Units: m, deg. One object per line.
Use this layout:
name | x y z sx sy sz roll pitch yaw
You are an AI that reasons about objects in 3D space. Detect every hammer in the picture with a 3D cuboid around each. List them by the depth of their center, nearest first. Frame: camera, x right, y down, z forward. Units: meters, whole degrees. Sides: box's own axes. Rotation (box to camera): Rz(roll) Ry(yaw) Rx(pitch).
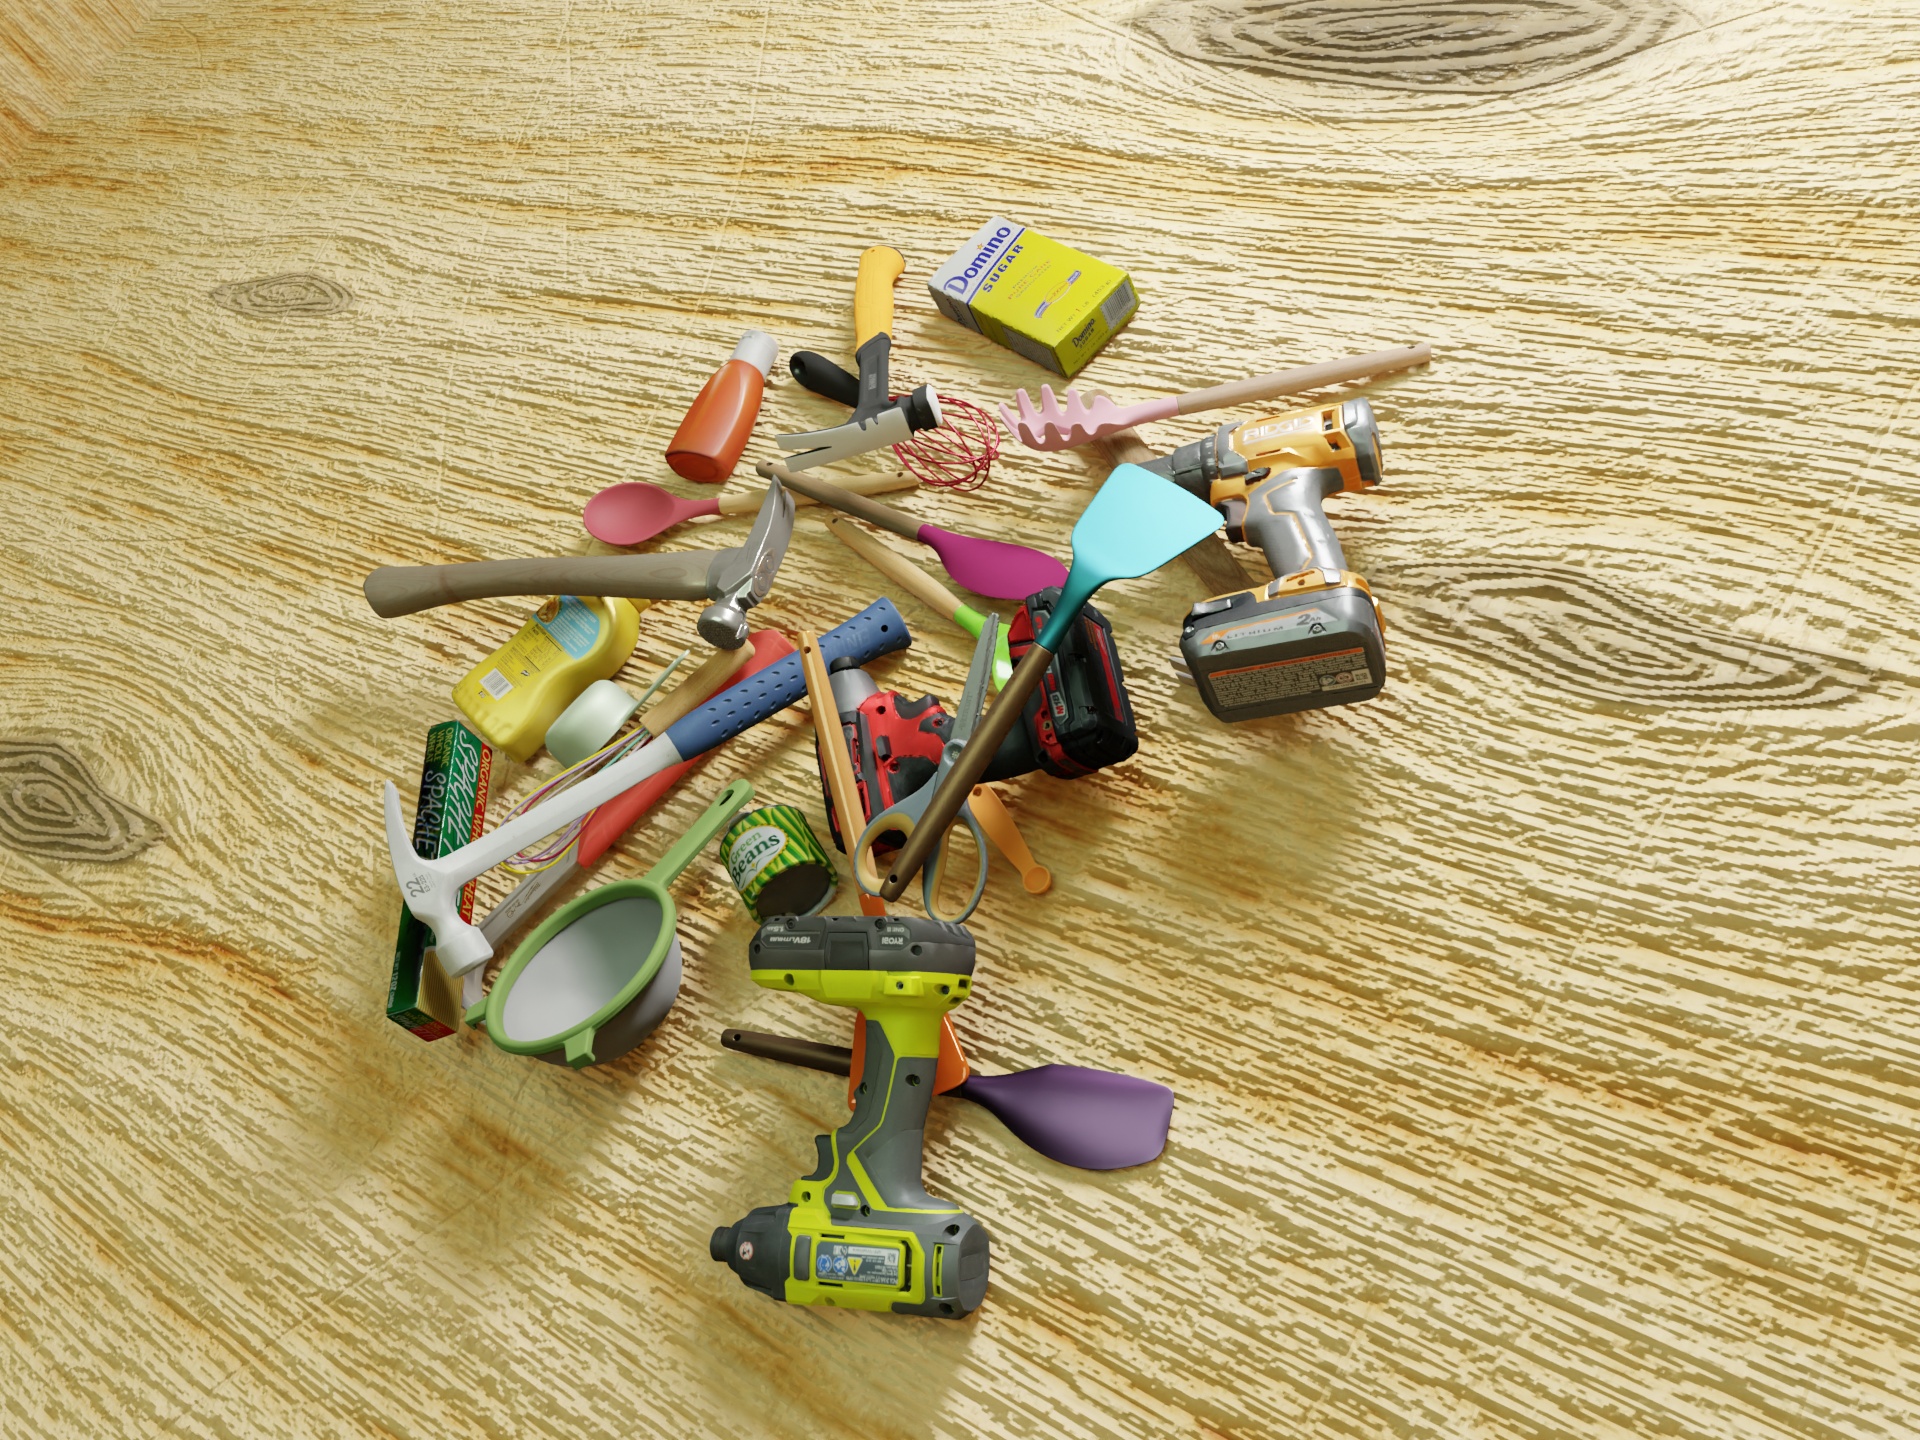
hammer | 0.160 -0.138 1.146 0.130 0.031 0.332 -32 50 2
hammer | -0.220 0.019 1.153 0.405 0.035 0.144 -31 88 -13
hammer | -0.253 0.071 1.203 0.359 0.036 0.149 -45 51 -7
hammer | -0.323 -0.124 1.294 0.411 0.038 0.146 1 57 28
hammer | -0.080 -0.315 1.326 0.127 0.034 0.337 -15 37 11

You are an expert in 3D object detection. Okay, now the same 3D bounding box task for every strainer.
strainer | -0.217 0.150 1.120 0.151 0.069 0.256 4 45 45

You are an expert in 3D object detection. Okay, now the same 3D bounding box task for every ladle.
ladle | -0.180 -0.187 1.350 0.315 0.031 0.069 -4 59 22

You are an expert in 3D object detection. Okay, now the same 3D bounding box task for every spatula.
spatula | -0.020 0.226 0.993 0.316 0.018 0.060 5 64 28
spatula | 0.043 -0.020 0.993 0.082 0.044 0.317 34 93 24
spatula | -0.067 0.089 1.037 0.081 0.041 0.323 -18 75 10

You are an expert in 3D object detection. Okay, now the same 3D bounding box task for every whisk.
whisk | -0.247 0.025 1.187 0.245 0.051 0.047 -43 84 -10
whisk | -0.062 -0.259 1.323 0.073 0.073 0.296 -46 45 -8

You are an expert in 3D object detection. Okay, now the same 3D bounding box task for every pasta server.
pasta server | 0.186 -0.245 1.175 0.316 0.040 0.060 -11 38 8

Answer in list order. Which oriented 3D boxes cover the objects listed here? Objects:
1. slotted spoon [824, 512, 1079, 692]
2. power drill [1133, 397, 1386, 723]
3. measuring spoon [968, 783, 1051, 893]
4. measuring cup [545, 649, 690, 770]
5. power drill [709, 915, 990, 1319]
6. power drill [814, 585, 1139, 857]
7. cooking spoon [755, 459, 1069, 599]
slotted spoon | -0.013 -0.093 1.204 0.070 0.031 0.314 -45 49 -8
power drill | 0.186 -0.110 1.043 0.185 0.084 0.226 -10 49 20
measuring spoon | 0.031 0.077 1.078 0.021 0.011 0.117 -39 46 4
measuring cup | -0.263 -0.020 1.215 0.167 0.038 0.083 -38 15 38
power drill | -0.068 0.231 0.946 0.171 0.080 0.223 -3 77 23
power drill | -0.002 -0.003 1.078 0.219 0.078 0.143 -21 68 24
cooking spoon | -0.049 -0.155 1.248 0.319 0.017 0.069 25 49 33
